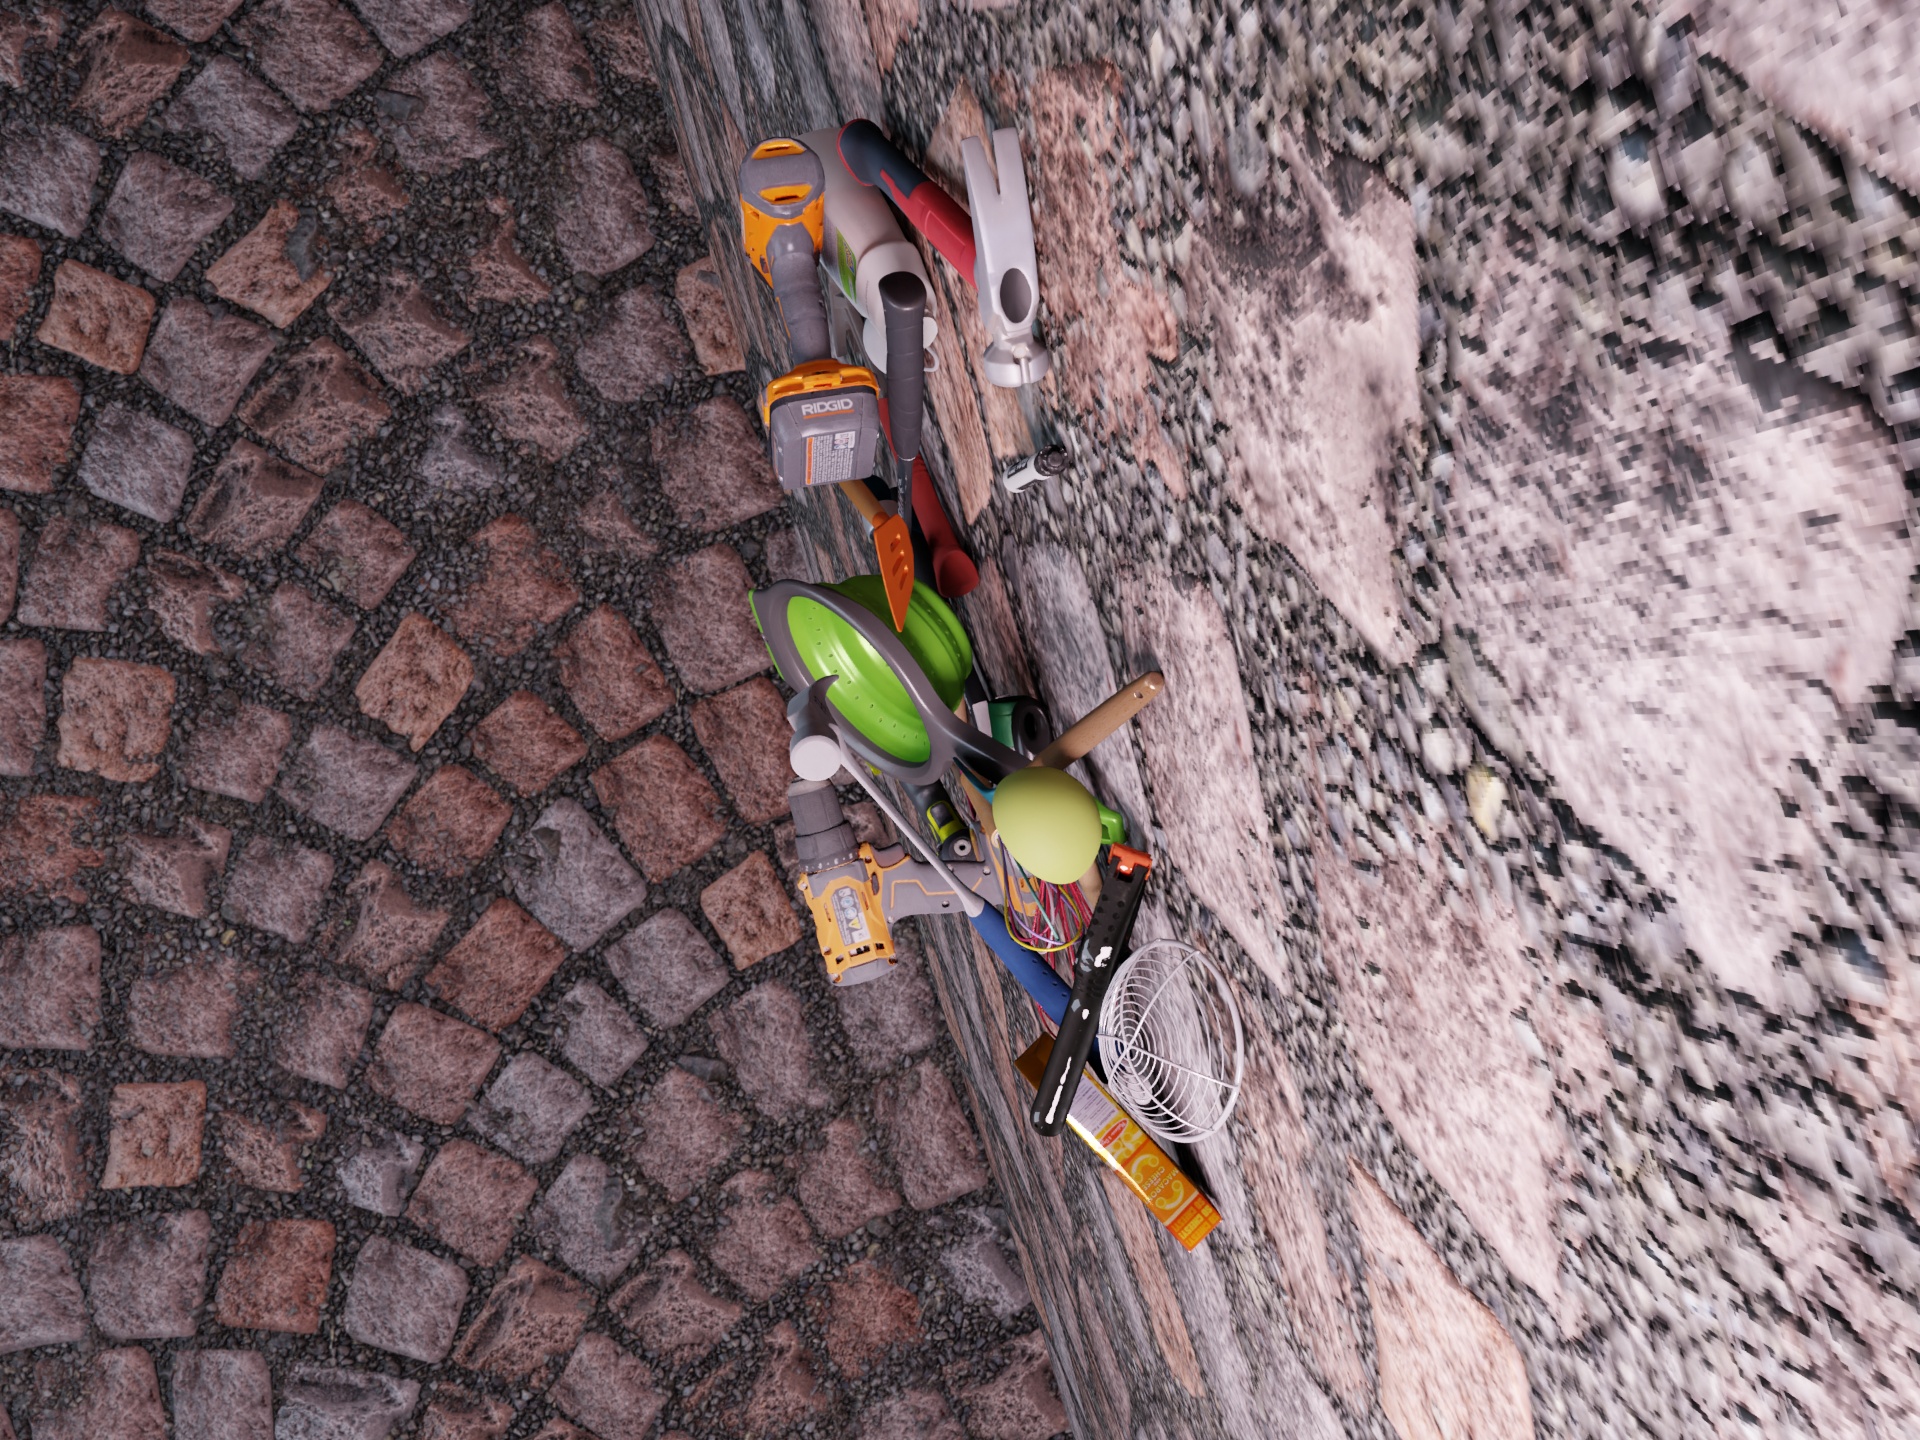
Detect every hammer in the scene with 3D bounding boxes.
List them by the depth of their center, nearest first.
[{"bbox_3d":[-0.025,-0.352,1.039,0.387,0.038,0.143,-118,15,-53],"label":"hammer"},{"bbox_3d":[0.005,0.127,1.181,0.405,0.035,0.144,50,-170,-24],"label":"hammer"},{"bbox_3d":[-0.043,-0.202,1.237,0.408,0.036,0.149,95,157,-66],"label":"hammer"},{"bbox_3d":[-0.058,-0.261,1.459,0.149,0.036,0.359,89,163,-63],"label":"hammer"},{"bbox_3d":[-0.013,-0.092,1.521,0.146,0.035,0.335,85,165,-60],"label":"hammer"}]

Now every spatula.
[{"bbox_3d":[0.062,0.021,1.044,0.082,0.044,0.317,47,152,0],"label":"spatula"},{"bbox_3d":[-0.079,-0.165,1.280,0.323,0.041,0.081,-124,19,-61],"label":"spatula"},{"bbox_3d":[-0.004,0.032,1.673,0.315,0.018,0.060,78,-172,-75],"label":"spatula"}]

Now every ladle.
[{"bbox_3d":[0.074,0.100,1.103,0.320,0.062,0.078,63,-178,-71],"label":"ladle"}]

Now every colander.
[{"bbox_3d":[-0.001,-0.021,1.239,0.397,0.094,0.204,30,150,37],"label":"colander"}]

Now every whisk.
[{"bbox_3d":[0.036,0.100,1.208,0.051,0.047,0.245,48,-173,-31],"label":"whisk"},{"bbox_3d":[0.077,0.125,1.283,0.073,0.073,0.295,-143,42,-77],"label":"whisk"}]

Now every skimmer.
[{"bbox_3d":[0.152,0.247,1.129,0.363,0.090,0.127,65,-171,-68],"label":"skimmer"}]

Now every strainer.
[{"bbox_3d":[-0.070,-0.351,1.352,0.259,0.050,0.086,-113,25,-53],"label":"strainer"}]

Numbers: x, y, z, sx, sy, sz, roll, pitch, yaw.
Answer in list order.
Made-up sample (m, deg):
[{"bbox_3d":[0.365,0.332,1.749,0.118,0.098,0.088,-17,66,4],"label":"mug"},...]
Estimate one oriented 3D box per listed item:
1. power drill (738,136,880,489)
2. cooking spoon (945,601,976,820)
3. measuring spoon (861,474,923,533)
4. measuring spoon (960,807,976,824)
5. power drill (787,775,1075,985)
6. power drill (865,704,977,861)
[{"bbox_3d":[-0.119,-0.295,1.196,0.164,0.084,0.226,117,142,-77],"label":"power drill"},{"bbox_3d":[-0.002,-0.005,1.428,0.318,0.017,0.069,81,174,-56],"label":"cooking spoon"},{"bbox_3d":[-0.055,-0.201,1.489,0.128,0.021,0.042,21,-140,-58],"label":"measuring spoon"},{"bbox_3d":[0.042,0.125,1.521,0.124,0.018,0.034,50,173,-20],"label":"measuring spoon"},{"bbox_3d":[-0.032,0.111,1.381,0.084,0.226,0.185,-170,63,-81],"label":"power drill"},{"bbox_3d":[-0.031,0.077,1.625,0.223,0.080,0.171,58,176,17],"label":"power drill"}]
